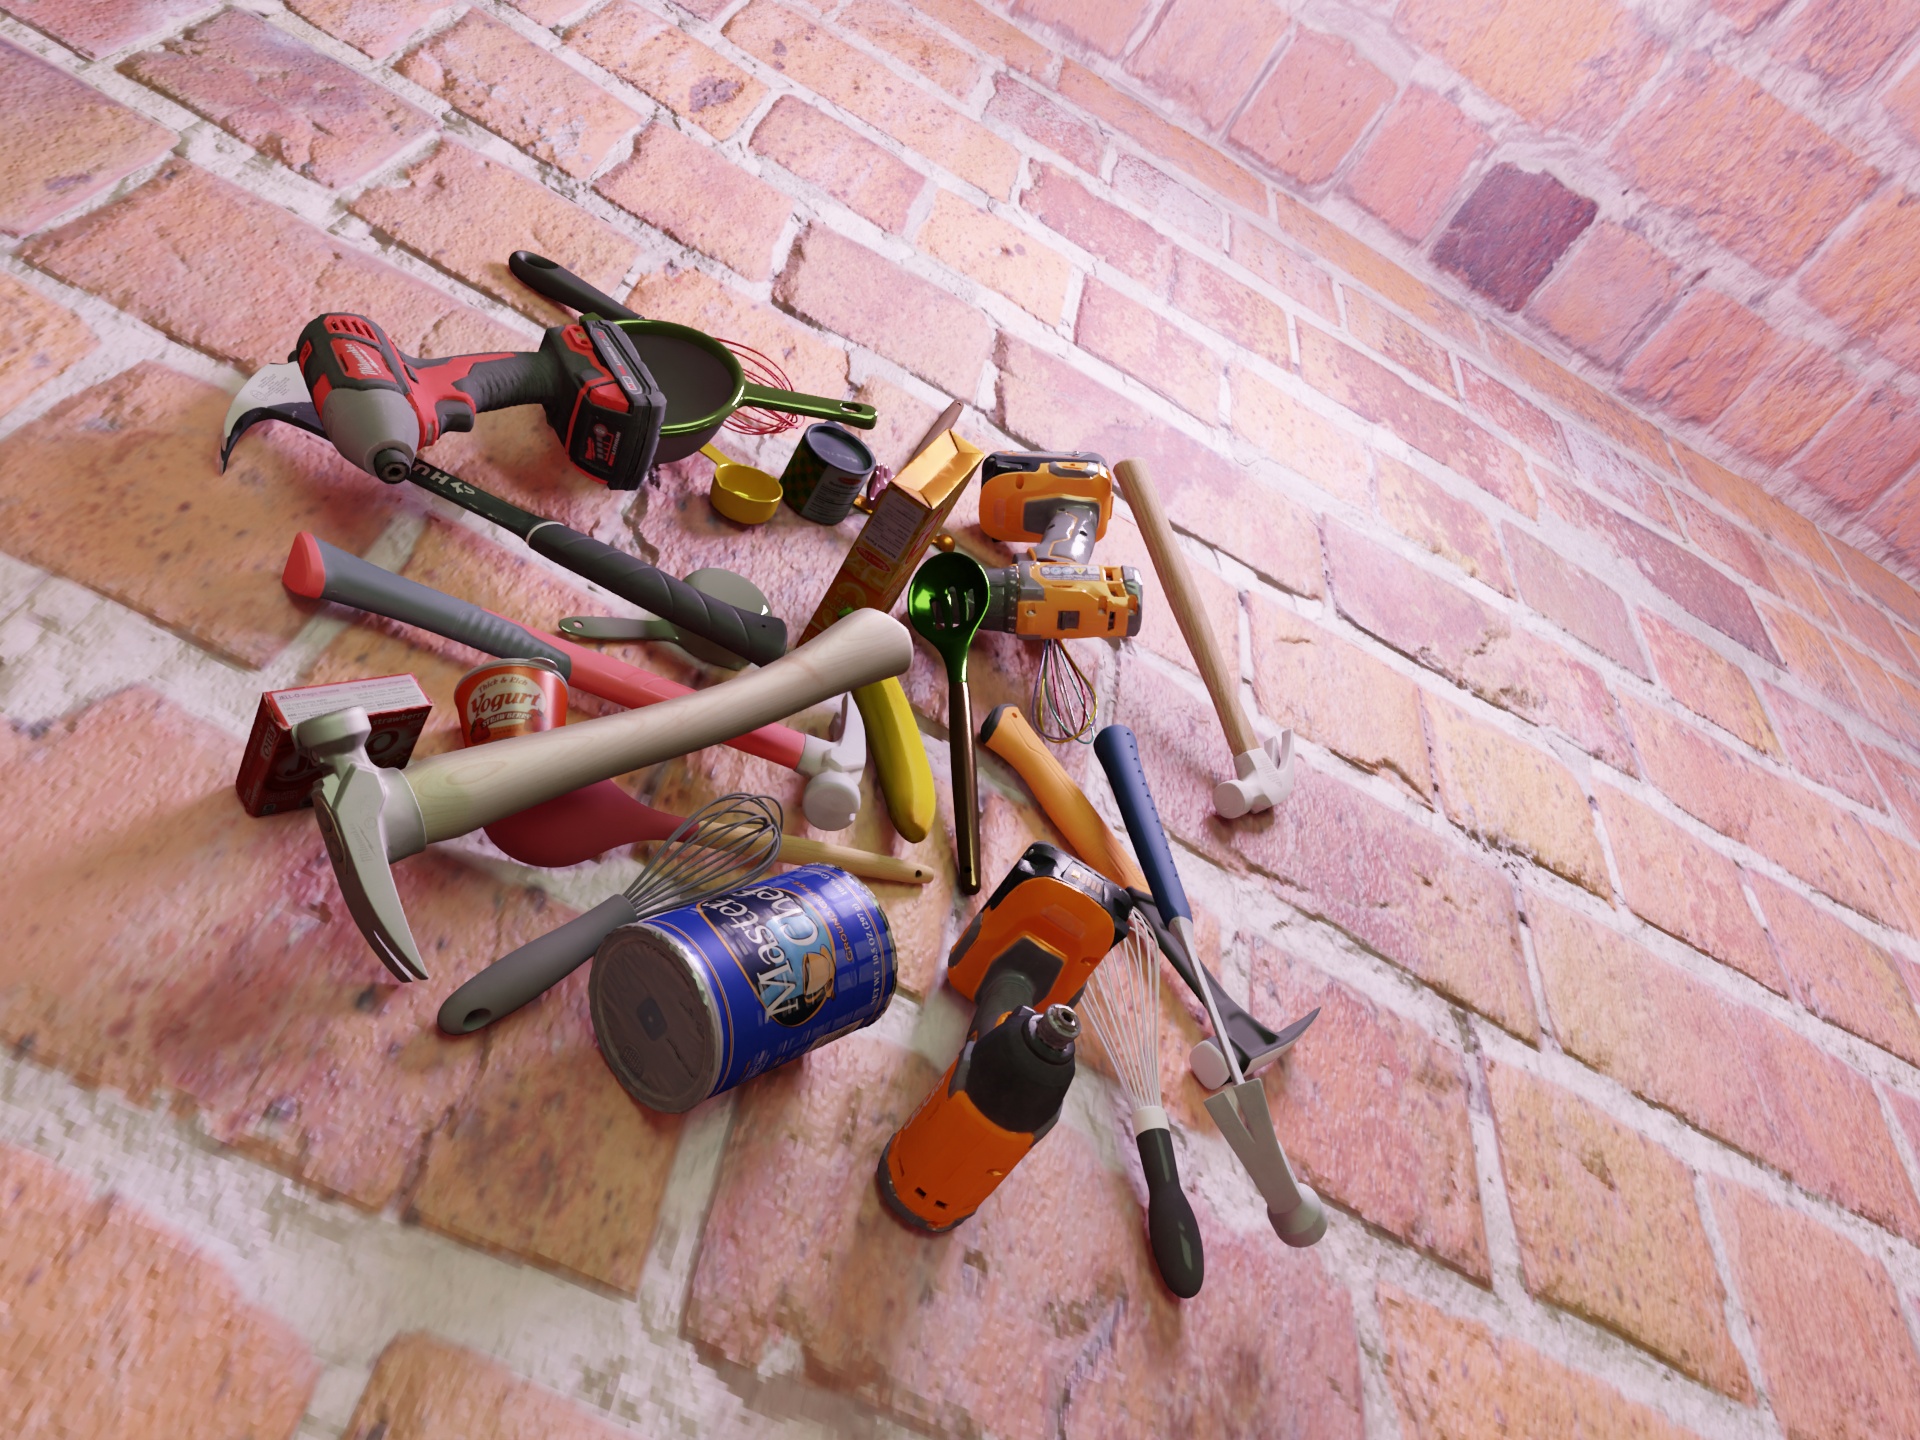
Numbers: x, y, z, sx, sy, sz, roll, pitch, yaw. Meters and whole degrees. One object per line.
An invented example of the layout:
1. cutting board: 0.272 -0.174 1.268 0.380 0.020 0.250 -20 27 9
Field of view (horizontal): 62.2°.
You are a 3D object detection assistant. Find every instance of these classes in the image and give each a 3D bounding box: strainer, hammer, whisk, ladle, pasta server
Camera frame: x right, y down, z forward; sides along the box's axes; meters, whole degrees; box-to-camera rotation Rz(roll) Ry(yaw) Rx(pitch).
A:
1. strainer: -0.197 -0.244 1.273 0.256 0.069 0.152 8 45 -7
2. hammer: -0.303 -0.134 1.087 0.409 0.036 0.149 27 37 -2
3. whisk: 0.084 -0.060 1.353 0.051 0.047 0.245 20 34 -19
4. ladle: -0.146 0.076 1.001 0.315 0.031 0.069 14 84 -35
5. hammer: -0.244 -0.040 1.048 0.386 0.038 0.143 22 25 -14
6. whisk: 0.117 0.231 1.025 0.070 0.070 0.285 15 44 -27
7. hammer: 0.126 0.116 1.185 0.127 0.034 0.337 -11 55 -46
8. hammer: -0.177 0.016 0.947 0.410 0.038 0.146 -22 95 -43
9. pasta server: -0.032 -0.248 1.473 0.060 0.040 0.316 39 30 -9
10. hammer: 0.209 -0.078 1.392 0.130 0.031 0.331 -9 75 -51
11. whisk: -0.189 0.106 0.892 0.055 0.055 0.239 45 50 14
12. whisk: -0.262 -0.329 1.371 0.296 0.073 0.073 30 34 3
13. hammer: 0.151 0.144 1.072 0.406 0.035 0.143 -105 168 -48

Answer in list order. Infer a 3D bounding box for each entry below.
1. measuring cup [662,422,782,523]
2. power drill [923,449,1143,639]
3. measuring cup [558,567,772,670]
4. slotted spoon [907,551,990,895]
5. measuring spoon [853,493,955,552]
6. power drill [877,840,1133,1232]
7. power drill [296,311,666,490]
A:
1. measuring cup: -0.209 -0.209 1.306 0.157 0.029 0.062 39 34 26
2. power drill: 0.056 -0.149 1.380 0.185 0.084 0.226 0 39 -2
3. measuring cup: -0.206 -0.077 1.129 0.167 0.038 0.083 -3 50 -45
4. slotted spoon: -0.002 -0.004 1.198 0.031 0.070 0.314 57 22 -48
5. measuring spoon: -0.055 -0.179 1.402 0.117 0.011 0.021 26 36 -14
6. power drill: 0.036 0.170 0.933 0.084 0.164 0.227 32 33 -4
7. power drill: -0.322 -0.213 1.078 0.219 0.078 0.143 -7 49 -35
